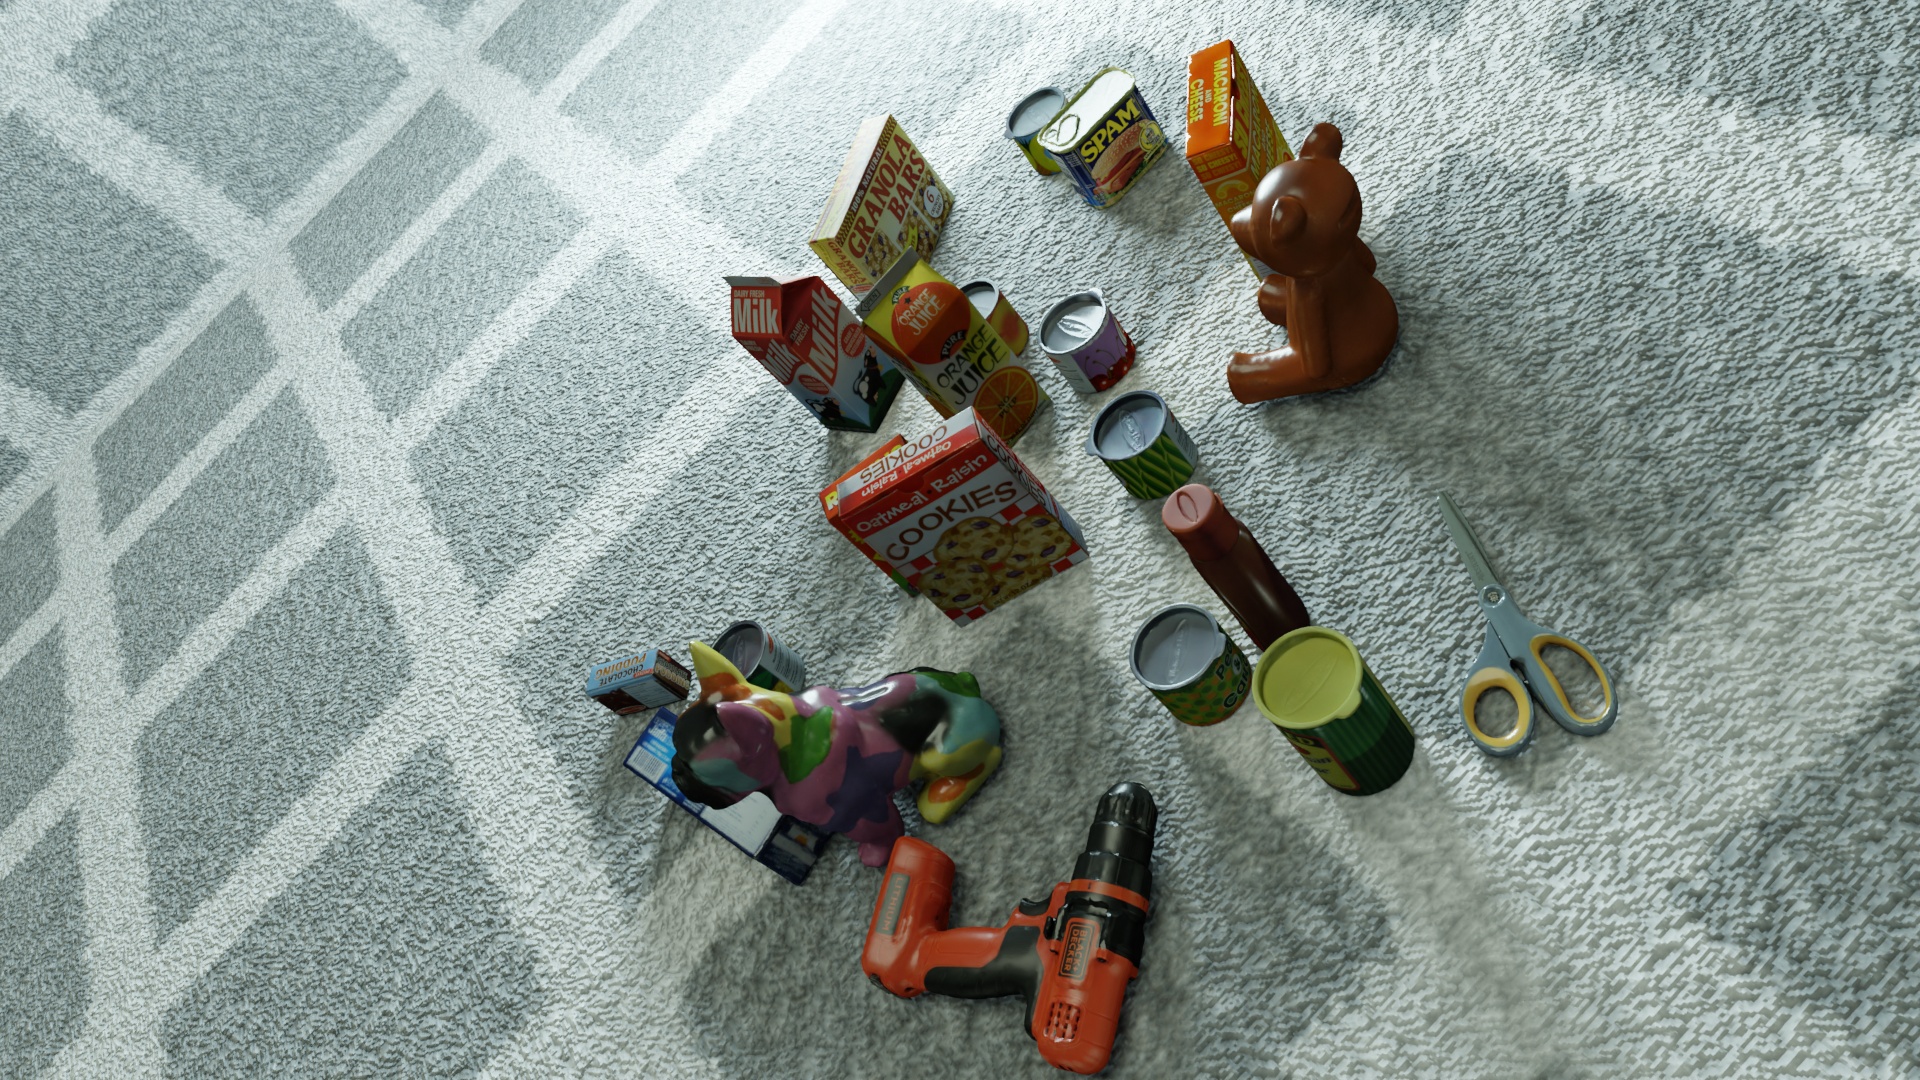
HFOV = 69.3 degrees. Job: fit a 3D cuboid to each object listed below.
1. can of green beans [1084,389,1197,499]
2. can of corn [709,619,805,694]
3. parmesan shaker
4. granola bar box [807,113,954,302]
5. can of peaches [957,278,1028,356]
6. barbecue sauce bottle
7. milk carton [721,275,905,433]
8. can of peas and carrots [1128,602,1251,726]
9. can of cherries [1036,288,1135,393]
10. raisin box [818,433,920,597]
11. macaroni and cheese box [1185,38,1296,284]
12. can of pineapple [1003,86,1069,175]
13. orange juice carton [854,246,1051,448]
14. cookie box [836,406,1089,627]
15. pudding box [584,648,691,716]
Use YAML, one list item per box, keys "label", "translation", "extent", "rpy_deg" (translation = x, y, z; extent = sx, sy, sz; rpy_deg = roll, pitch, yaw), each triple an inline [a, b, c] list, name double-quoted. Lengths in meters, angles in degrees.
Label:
- label: "can of green beans"
  translation: [0.142, -0.073, 1.077]
  extent: [0.071, 0.057, 0.071]
  rpy_deg: [-21, 48, 24]
- label: "can of corn"
  translation: [-0.177, 0.111, 1.178]
  extent: [0.071, 0.058, 0.071]
  rpy_deg: [-21, 48, 24]
- label: "parmesan shaker"
  translation: [0.228, 0.106, 0.836]
  extent: [0.071, 0.103, 0.072]
  rpy_deg: [-21, 48, 25]
- label: "granola bar box"
  translation: [-0.077, -0.321, 1.390]
  extent: [0.039, 0.124, 0.166]
  rpy_deg: [-2, 57, 37]
- label: "can of peaches"
  translation: [0.019, -0.193, 1.265]
  extent: [0.071, 0.058, 0.071]
  rpy_deg: [-21, 48, 24]
- label: "barbecue sauce bottle"
  translation: [0.180, 0.017, 0.909]
  extent: [0.043, 0.148, 0.065]
  rpy_deg: [-33, 44, 13]
- label: "milk carton"
  translation: [-0.139, -0.183, 1.281]
  extent: [0.072, 0.190, 0.074]
  rpy_deg: [8, 64, 42]
- label: "can of peas and carrots"
  translation: [0.159, 0.084, 0.940]
  extent: [0.071, 0.058, 0.071]
  rpy_deg: [-21, 48, 24]
- label: "can of cherries"
  translation: [0.109, -0.169, 1.176]
  extent: [0.071, 0.058, 0.072]
  rpy_deg: [-21, 48, 24]
- label: "raisin box"
  translation: [-0.044, -0.019, 1.129]
  extent: [0.086, 0.123, 0.040]
  rpy_deg: [-35, 43, 11]
- label: "macaroni and cheese box"
  translation: [0.231, -0.291, 1.098]
  extent: [0.040, 0.166, 0.124]
  rpy_deg: [-15, 50, 29]
- label: "can of pineapple"
  translation: [0.086, -0.405, 1.379]
  extent: [0.071, 0.057, 0.071]
  rpy_deg: [-21, 48, 24]
- label: "orange juice carton"
  translation: [-0.012, -0.159, 1.162]
  extent: [0.072, 0.192, 0.073]
  rpy_deg: [-49, 42, -4]
- label: "cookie box"
  translation: [0.004, -0.013, 1.055]
  extent: [0.123, 0.167, 0.040]
  rpy_deg: [-30, 45, 16]
- label: "pudding box"
  translation: [-0.292, 0.129, 1.260]
  extent: [0.083, 0.049, 0.030]
  rpy_deg: [-17, 49, 27]
